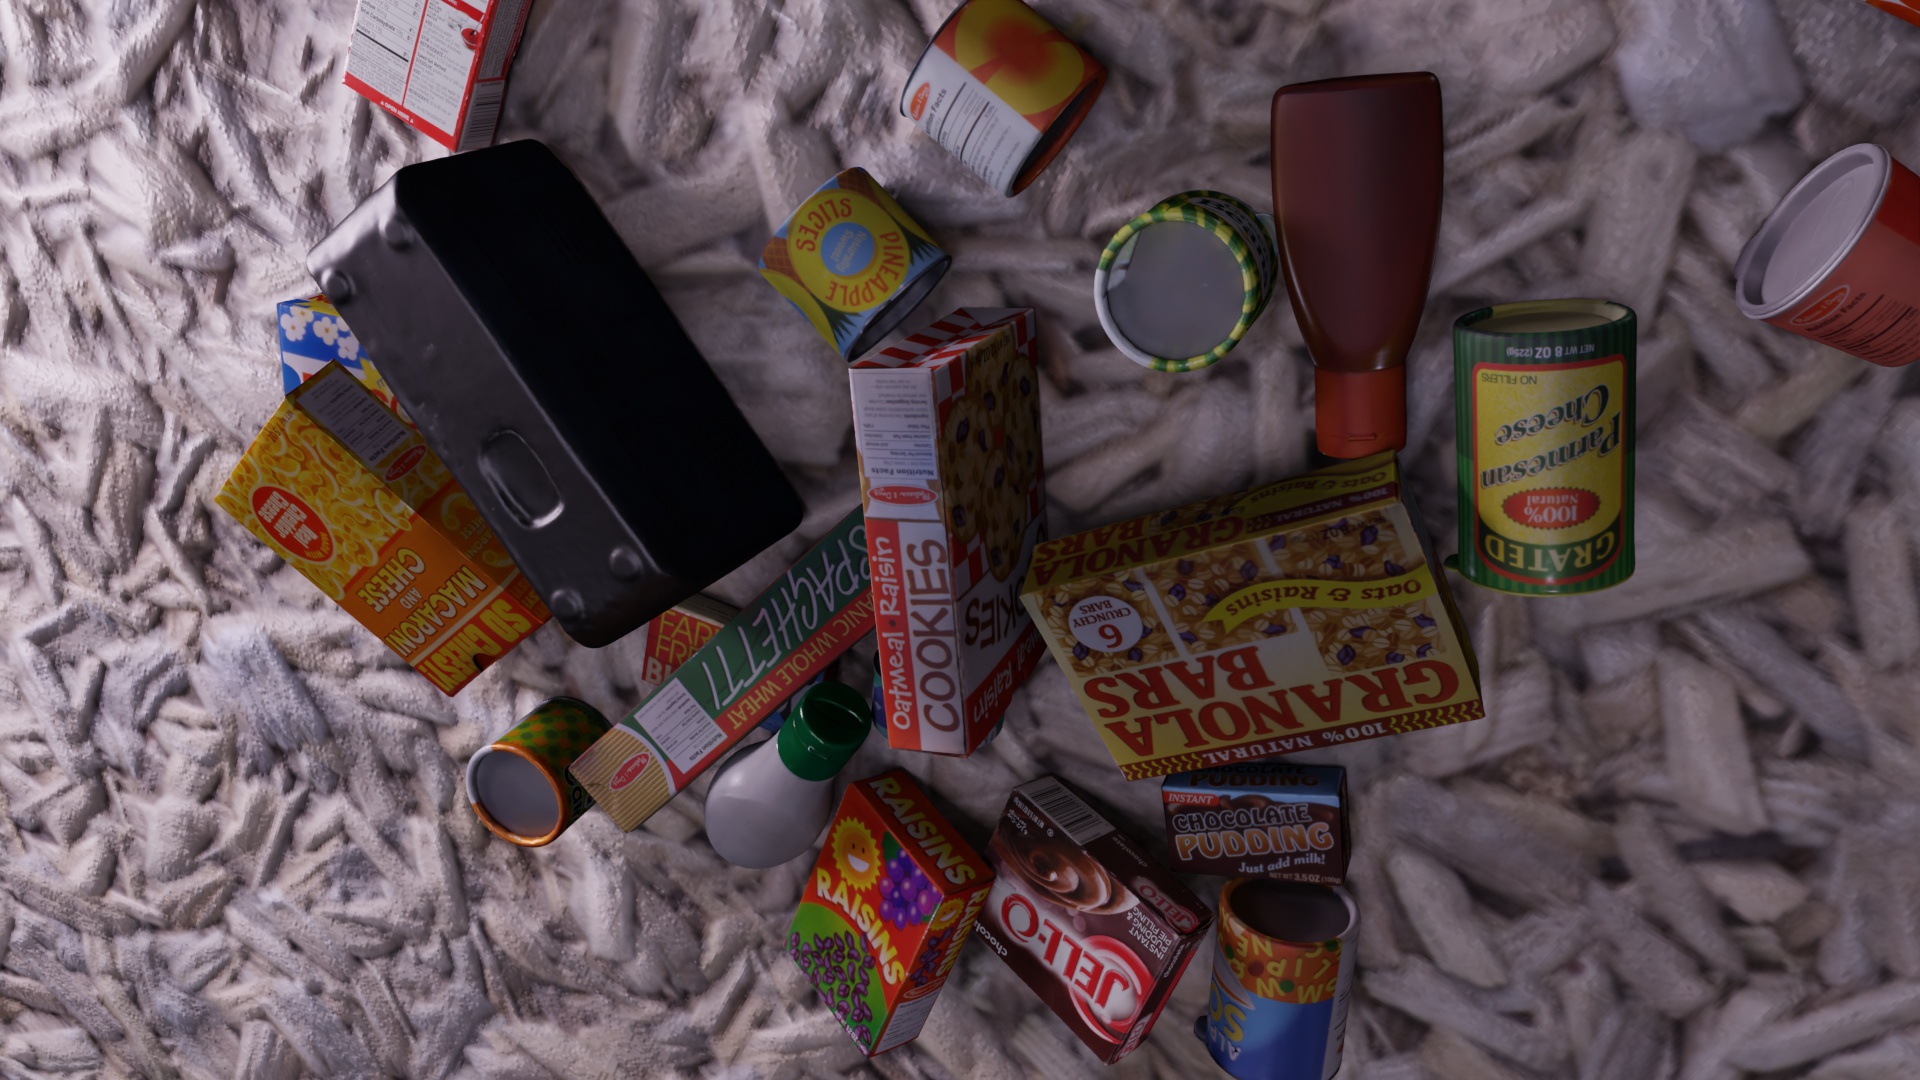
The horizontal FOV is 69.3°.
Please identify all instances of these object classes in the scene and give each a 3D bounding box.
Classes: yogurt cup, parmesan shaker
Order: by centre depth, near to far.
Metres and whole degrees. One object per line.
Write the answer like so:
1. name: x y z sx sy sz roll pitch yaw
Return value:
1. yogurt cup: 0.319 -0.097 0.487 0.054 0.073 0.072 28 118 0
2. parmesan shaker: 0.225 -0.037 0.543 0.071 0.071 0.102 -1 109 21

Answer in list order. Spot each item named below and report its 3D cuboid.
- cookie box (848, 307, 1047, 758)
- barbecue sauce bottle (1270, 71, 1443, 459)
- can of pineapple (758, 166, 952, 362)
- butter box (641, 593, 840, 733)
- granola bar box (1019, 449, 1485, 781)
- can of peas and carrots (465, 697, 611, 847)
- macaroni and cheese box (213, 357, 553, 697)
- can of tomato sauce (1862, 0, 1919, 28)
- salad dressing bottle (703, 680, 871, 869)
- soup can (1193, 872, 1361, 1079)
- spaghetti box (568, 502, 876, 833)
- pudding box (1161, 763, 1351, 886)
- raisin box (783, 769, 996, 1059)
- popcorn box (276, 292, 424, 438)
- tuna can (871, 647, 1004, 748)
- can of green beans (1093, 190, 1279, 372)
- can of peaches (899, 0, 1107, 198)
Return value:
1. cookie box: 0.002 -0.008 0.607 0.040 0.123 0.166 3 111 21
2. barbecue sauce bottle: 0.159 -0.108 0.555 0.065 0.044 0.148 -1 110 16
3. can of pineapple: -0.047 -0.122 0.613 0.058 0.071 0.070 46 118 0
4. butter box: -0.117 0.066 0.737 0.103 0.024 0.053 19 115 13
5. granola bar box: 0.127 0.038 0.606 0.165 0.039 0.123 -15 123 26
6. can of peas and carrots: -0.233 0.132 0.787 0.071 0.059 0.070 8 113 18
7. macaroni and cheese box: -0.301 0.001 0.739 0.166 0.040 0.123 45 133 -14
8. can of tomato sauce: 0.301 -0.212 0.446 0.083 0.071 0.071 30 118 7
9. salad dressing bottle: -0.087 0.121 0.709 0.064 0.044 0.147 27 139 -9
10. soup can: 0.151 0.208 0.665 0.071 0.071 0.083 8 112 18
11. spaghetti box: -0.106 0.066 0.701 0.249 0.029 0.050 -40 92 27
12. pudding box: 0.141 0.133 0.661 0.083 0.030 0.049 0 109 21
13. raisin box: -0.039 0.195 0.729 0.086 0.040 0.122 43 124 35
14. popcorn box: -0.299 -0.079 0.743 0.127 0.038 0.084 14 115 15
15. tuna can: -0.008 0.074 0.673 0.071 0.071 0.032 12 115 16
16. can of green beans: 0.093 -0.107 0.571 0.071 0.058 0.071 7 112 18
17. can of peaches: 0.019 -0.185 0.567 0.058 0.071 0.071 40 118 3
